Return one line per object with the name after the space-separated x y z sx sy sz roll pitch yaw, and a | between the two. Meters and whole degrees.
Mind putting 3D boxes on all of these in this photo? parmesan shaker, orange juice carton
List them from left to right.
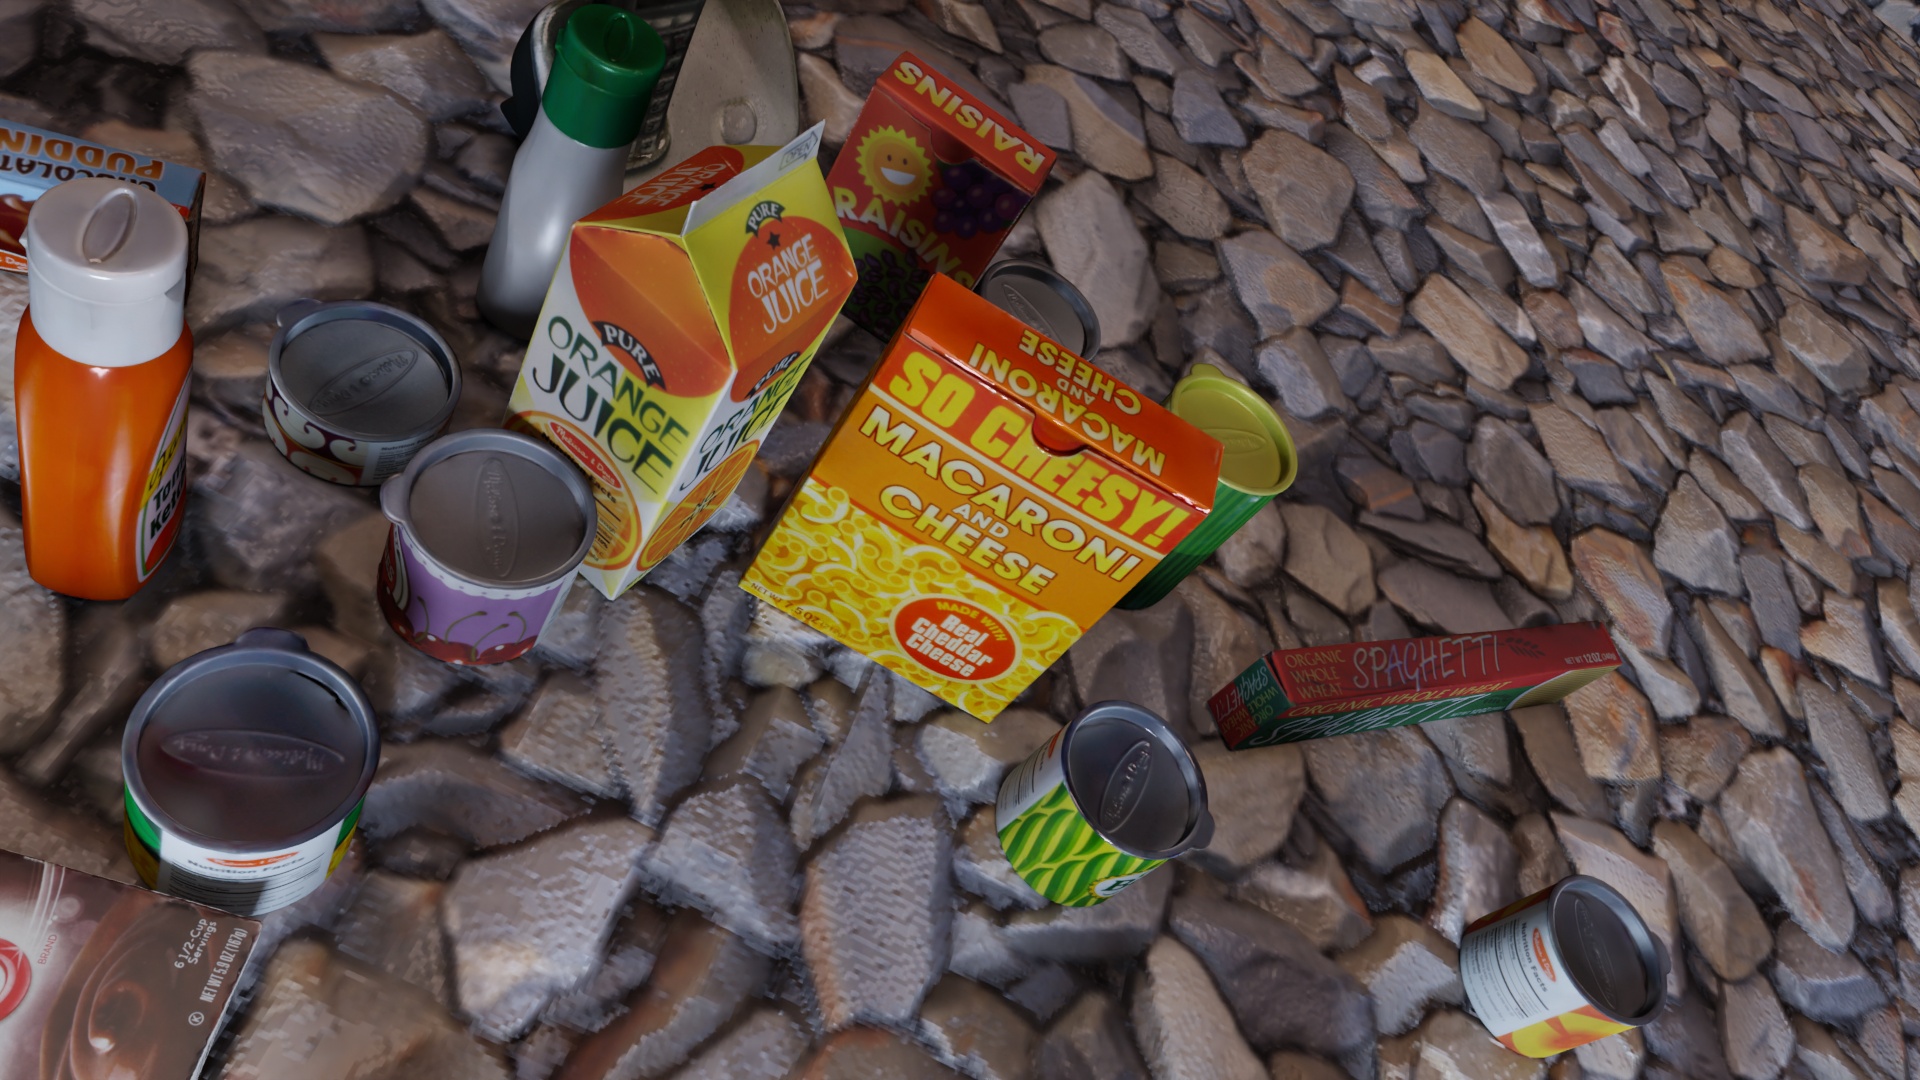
-0.102 -0.067 0.494 0.073 0.191 0.072 42 47 2 | orange juice carton
0.097 -0.023 0.644 0.071 0.102 0.071 16 51 -21 | parmesan shaker

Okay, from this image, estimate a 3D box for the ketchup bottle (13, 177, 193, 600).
-0.255 -0.043 0.415 0.043 0.148 0.065 14 52 -22 | ketchup bottle

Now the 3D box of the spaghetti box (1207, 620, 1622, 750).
0.233 0.070 0.695 0.251 0.050 0.029 -2 59 -32 | spaghetti box

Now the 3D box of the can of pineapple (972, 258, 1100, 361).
0.025 -0.095 0.684 0.071 0.057 0.071 16 51 -21 | can of pineapple

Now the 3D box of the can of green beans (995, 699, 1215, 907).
0.055 0.106 0.556 0.071 0.057 0.071 16 51 -21 | can of green beans

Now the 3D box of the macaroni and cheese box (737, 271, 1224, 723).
0.002 -0.007 0.531 0.124 0.165 0.040 30 47 -10 | macaroni and cheese box

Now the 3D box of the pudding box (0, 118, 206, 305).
-0.321 -0.118 0.498 0.084 0.049 0.030 11 53 -25 | pudding box

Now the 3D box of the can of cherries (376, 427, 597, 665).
-0.172 0.002 0.494 0.071 0.058 0.072 16 51 -21 | can of cherries

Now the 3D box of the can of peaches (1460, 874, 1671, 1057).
0.271 0.192 0.623 0.071 0.057 0.071 16 51 -21 | can of peaches

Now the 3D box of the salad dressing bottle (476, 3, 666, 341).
-0.155 -0.141 0.547 0.044 0.147 0.064 15 51 -22 | salad dressing bottle

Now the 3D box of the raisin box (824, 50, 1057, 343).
-0.023 -0.153 0.653 0.086 0.122 0.040 34 47 -5 | raisin box

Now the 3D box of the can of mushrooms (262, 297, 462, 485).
-0.226 -0.057 0.521 0.071 0.033 0.071 16 51 -21 | can of mushrooms

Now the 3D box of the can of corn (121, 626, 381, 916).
-0.214 0.071 0.419 0.071 0.058 0.071 16 51 -21 | can of corn
